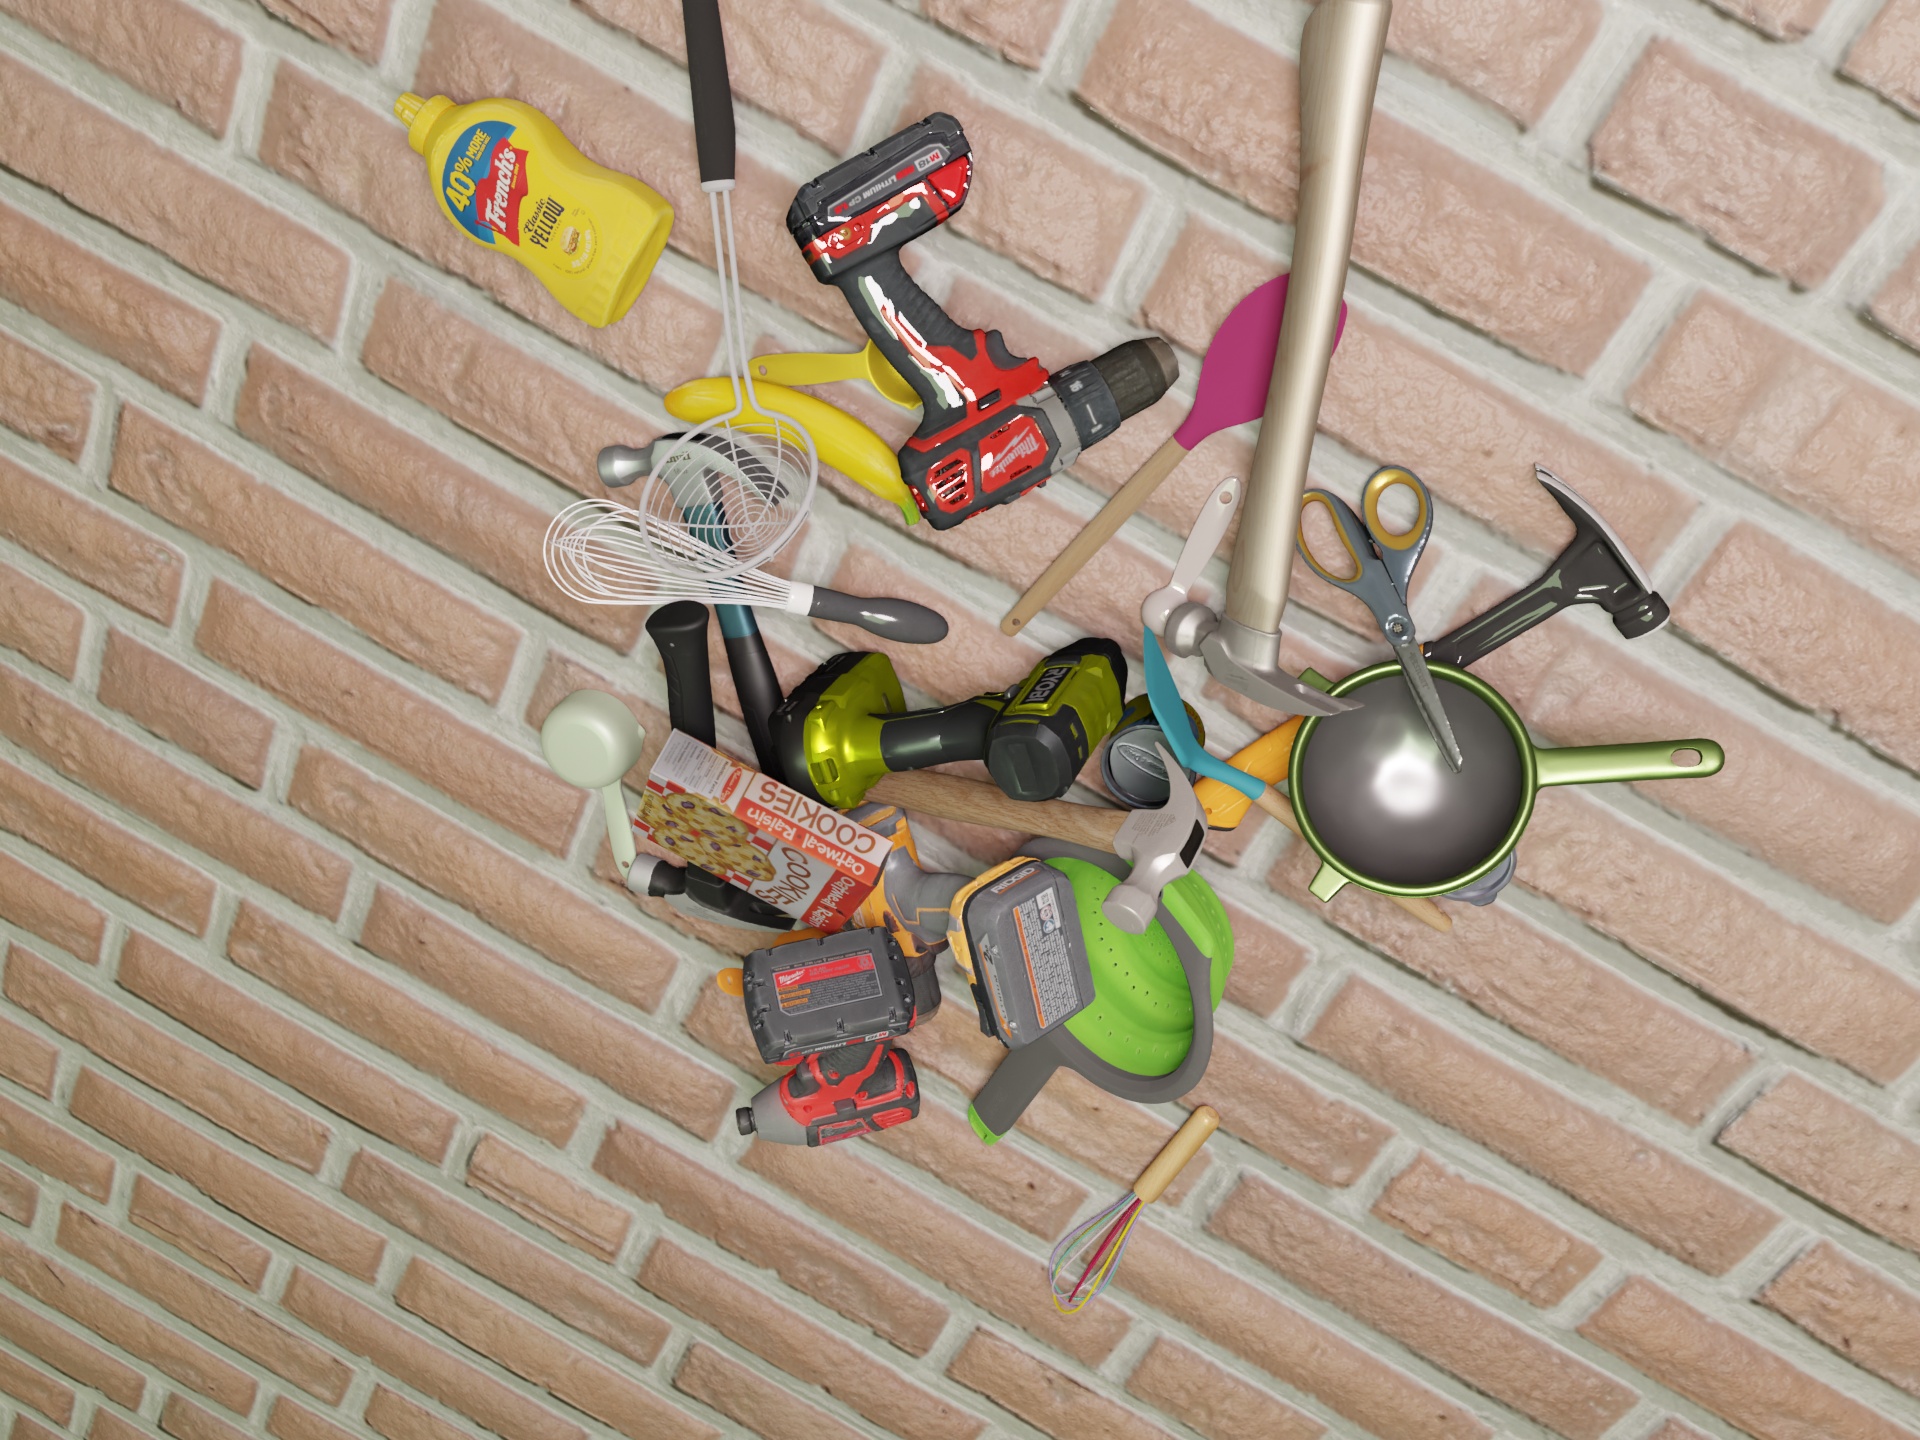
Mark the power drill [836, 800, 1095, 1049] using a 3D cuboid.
[{"bbox_3d":[-0.005,0.164,1.158,0.226,0.084,0.185,15,125,51],"label":"power drill"}]

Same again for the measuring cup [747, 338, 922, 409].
[{"bbox_3d":[-0.075,-0.241,1.067,0.156,0.029,0.062,4,118,28],"label":"measuring cup"}]

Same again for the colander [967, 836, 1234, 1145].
[{"bbox_3d":[0.101,0.210,1.196,0.205,0.094,0.396,50,141,20],"label":"colander"}]

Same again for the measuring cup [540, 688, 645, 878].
[{"bbox_3d":[-0.285,0.059,1.260,0.083,0.038,0.167,-1,113,17],"label":"measuring cup"}]

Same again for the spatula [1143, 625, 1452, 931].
[{"bbox_3d":[0.226,0.055,1.064,0.317,0.082,0.044,34,122,-19],"label":"spatula"}]

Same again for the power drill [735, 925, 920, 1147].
[{"bbox_3d":[-0.101,0.248,1.177,0.143,0.079,0.219,-10,143,-11],"label":"power drill"}]

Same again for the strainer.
[{"bbox_3d":[0.339,0.036,1.006,0.256,0.069,0.151,-5,78,14],"label":"strainer"}]

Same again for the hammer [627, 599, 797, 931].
[{"bbox_3d":[-0.187,0.041,1.163,0.146,0.035,0.334,17,139,11],"label":"hammer"}]

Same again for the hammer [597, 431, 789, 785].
[{"bbox_3d":[-0.160,-0.052,1.174,0.128,0.033,0.330,-6,113,20],"label":"hammer"}]

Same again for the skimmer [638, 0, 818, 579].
[{"bbox_3d":[-0.159,-0.274,0.998,0.127,0.090,0.363,1,104,22],"label":"skimmer"}]

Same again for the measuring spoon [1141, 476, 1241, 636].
[{"bbox_3d":[0.155,-0.107,1.062,0.034,0.018,0.124,26,119,3],"label":"measuring spoon"}]

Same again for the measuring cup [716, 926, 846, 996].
[{"bbox_3d":[-0.123,0.197,1.213,0.052,0.173,0.095,-14,74,18],"label":"measuring cup"}]

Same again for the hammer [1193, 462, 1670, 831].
[{"bbox_3d":[0.282,-0.027,1.055,0.337,0.034,0.127,-36,102,28],"label":"hammer"}]

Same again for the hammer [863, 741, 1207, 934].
[{"bbox_3d":[0.024,0.057,1.092,0.331,0.130,0.031,10,142,42],"label":"hammer"}]

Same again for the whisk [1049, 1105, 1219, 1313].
[{"bbox_3d":[0.141,0.404,1.302,0.051,0.047,0.245,32,116,1],"label":"whisk"}]

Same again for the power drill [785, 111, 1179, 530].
[{"bbox_3d":[0.014,-0.253,0.983,0.188,0.080,0.226,-29,103,-2],"label":"power drill"}]

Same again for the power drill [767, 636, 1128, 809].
[{"bbox_3d":[-0.002,-0.003,1.084,0.223,0.171,0.080,-4,116,28],"label":"power drill"}]

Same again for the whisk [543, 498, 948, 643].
[{"bbox_3d":[-0.143,-0.090,1.096,0.284,0.070,0.070,12,121,-16],"label":"whisk"}]

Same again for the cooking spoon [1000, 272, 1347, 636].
[{"bbox_3d":[0.128,-0.164,1.043,0.068,0.017,0.318,37,119,-12],"label":"cooking spoon"}]

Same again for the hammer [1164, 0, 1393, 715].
[{"bbox_3d":[0.207,-0.203,0.939,0.146,0.038,0.410,32,127,44],"label":"hammer"}]
